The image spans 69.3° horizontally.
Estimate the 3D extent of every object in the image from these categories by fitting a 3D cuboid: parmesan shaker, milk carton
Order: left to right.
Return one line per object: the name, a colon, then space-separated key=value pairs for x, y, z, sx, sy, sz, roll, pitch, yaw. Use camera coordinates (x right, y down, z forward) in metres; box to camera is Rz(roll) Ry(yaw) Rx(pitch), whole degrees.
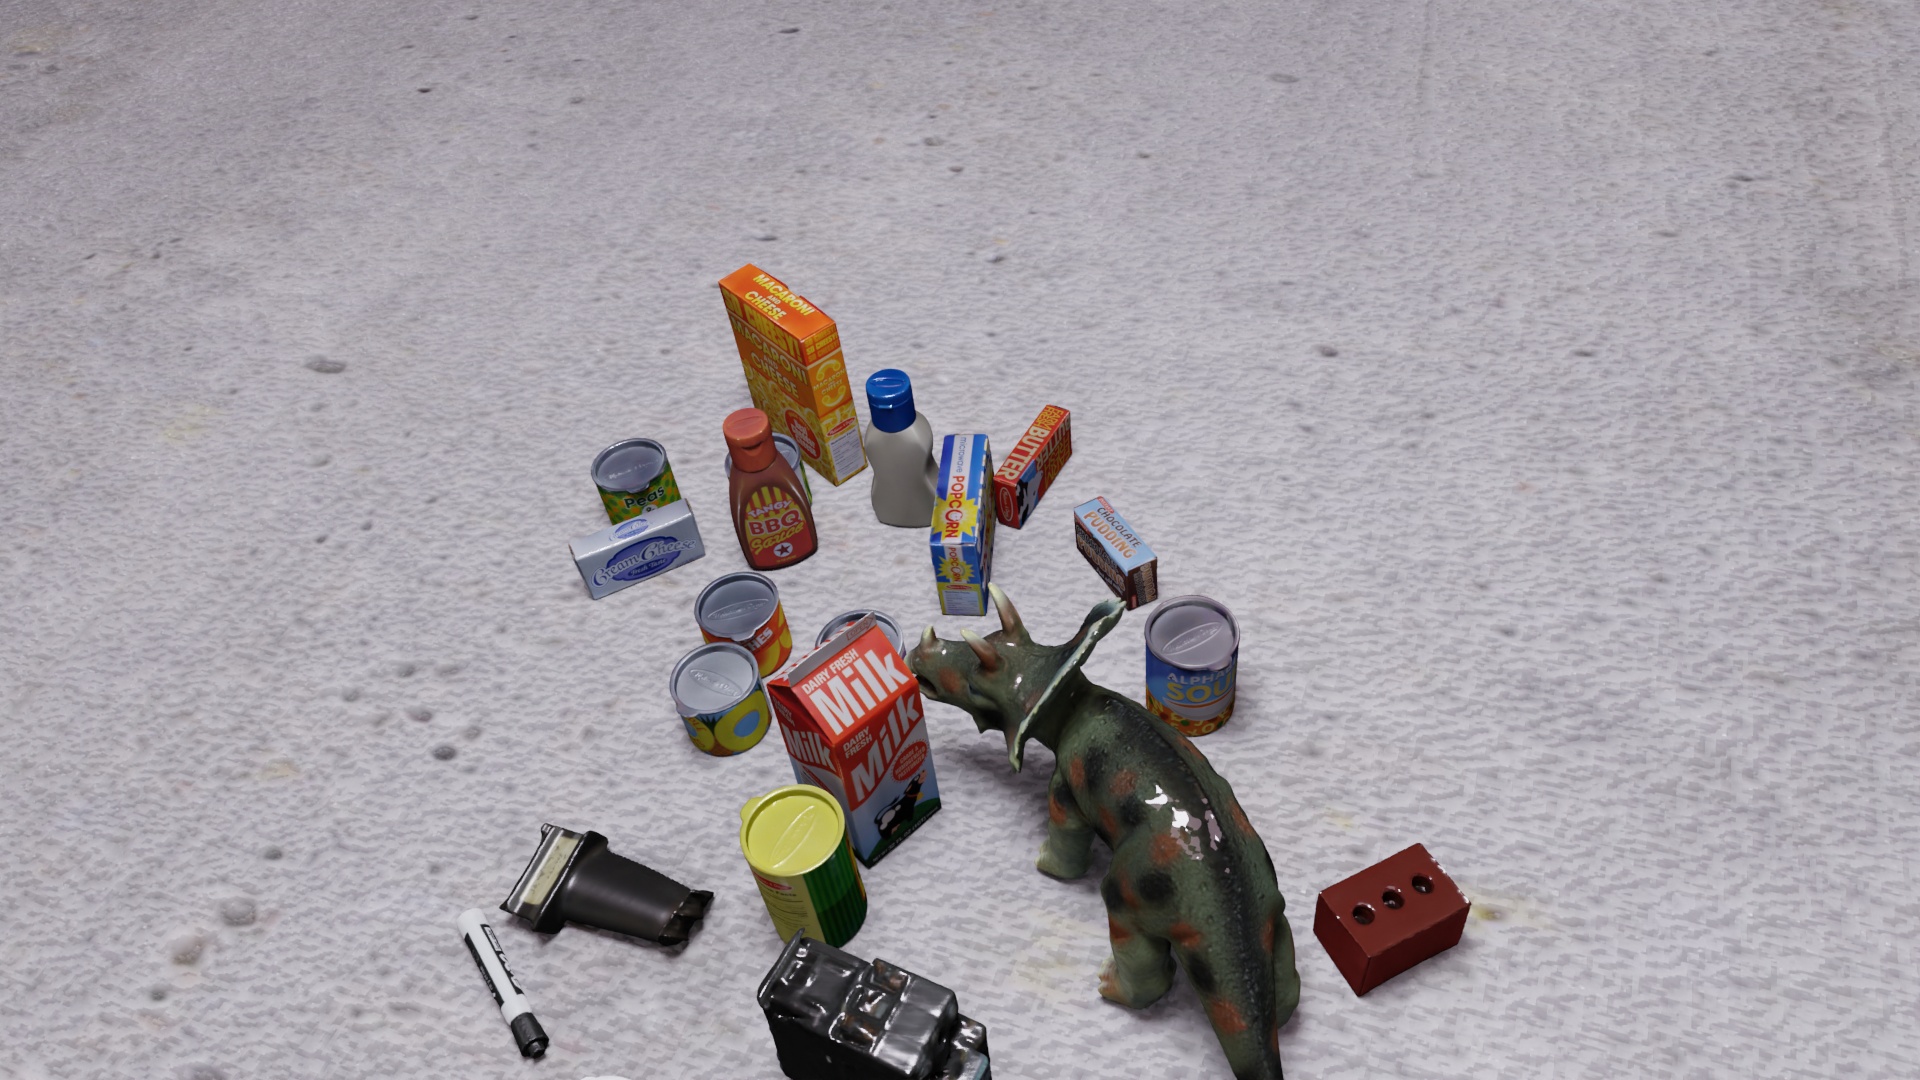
parmesan shaker: x=-0.102 y=0.214 z=0.905 sx=0.071 sy=0.102 sz=0.072 roll=-4 pitch=46 yaw=4
milk carton: x=-0.071 y=0.127 z=0.924 sx=0.072 sy=0.189 sz=0.073 roll=-37 pitch=52 yaw=-24

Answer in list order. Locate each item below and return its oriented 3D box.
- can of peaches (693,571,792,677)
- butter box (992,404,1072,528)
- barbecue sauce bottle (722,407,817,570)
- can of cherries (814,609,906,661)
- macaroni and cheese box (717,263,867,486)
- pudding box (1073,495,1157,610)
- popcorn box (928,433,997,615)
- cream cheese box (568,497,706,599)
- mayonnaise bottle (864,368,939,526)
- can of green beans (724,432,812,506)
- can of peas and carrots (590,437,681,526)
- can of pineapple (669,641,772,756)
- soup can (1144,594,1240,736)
can of peaches: x=-0.168 y=0.069 z=1.083 sx=0.071 sy=0.057 sz=0.071 roll=-4 pitch=46 yaw=4
butter box: x=0.062 y=-0.064 z=1.181 sx=0.024 sy=0.052 sz=0.104 roll=18 pitch=52 yaw=24
barbecue sauce bottle: x=-0.159 y=-0.041 z=1.124 sx=0.065 sy=0.147 sz=0.044 roll=-17 pitch=47 yaw=-8
can of cherries: x=-0.071 y=0.097 z=1.043 sx=0.071 sy=0.058 sz=0.072 roll=-4 pitch=46 yaw=4
macaroni and cheese box: x=-0.144 y=-0.144 z=1.207 sx=0.040 sy=0.165 sz=0.124 roll=-35 pitch=52 yaw=-23
pudding box: x=0.124 y=0.009 z=1.105 sx=0.030 sy=0.049 sz=0.084 roll=-24 pitch=48 yaw=-14
popcorn box: x=0.004 y=-0.014 z=1.119 sx=0.038 sy=0.084 sz=0.127 roll=0 pitch=47 yaw=8
cream cheese box: x=-0.268 y=0.007 z=1.159 sx=0.104 sy=0.053 sz=0.024 roll=-22 pitch=48 yaw=-13
mayonnaise bottle: x=-0.049 y=-0.074 z=1.140 sx=0.065 sy=0.147 sz=0.041 roll=2 pitch=47 yaw=10
can of green beans: x=-0.165 y=-0.050 z=1.196 sx=0.071 sy=0.057 sz=0.071 roll=-4 pitch=46 yaw=4
can of peas and carrots: x=-0.279 y=-0.045 z=1.206 sx=0.071 sy=0.058 sz=0.071 roll=-4 pitch=46 yaw=4
can of pineapple: x=-0.180 y=0.120 z=1.037 sx=0.071 sy=0.057 sz=0.071 roll=-4 pitch=46 yaw=4
soup can: x=0.167 y=0.093 z=0.996 sx=0.071 sy=0.083 sz=0.072 roll=-4 pitch=46 yaw=4
